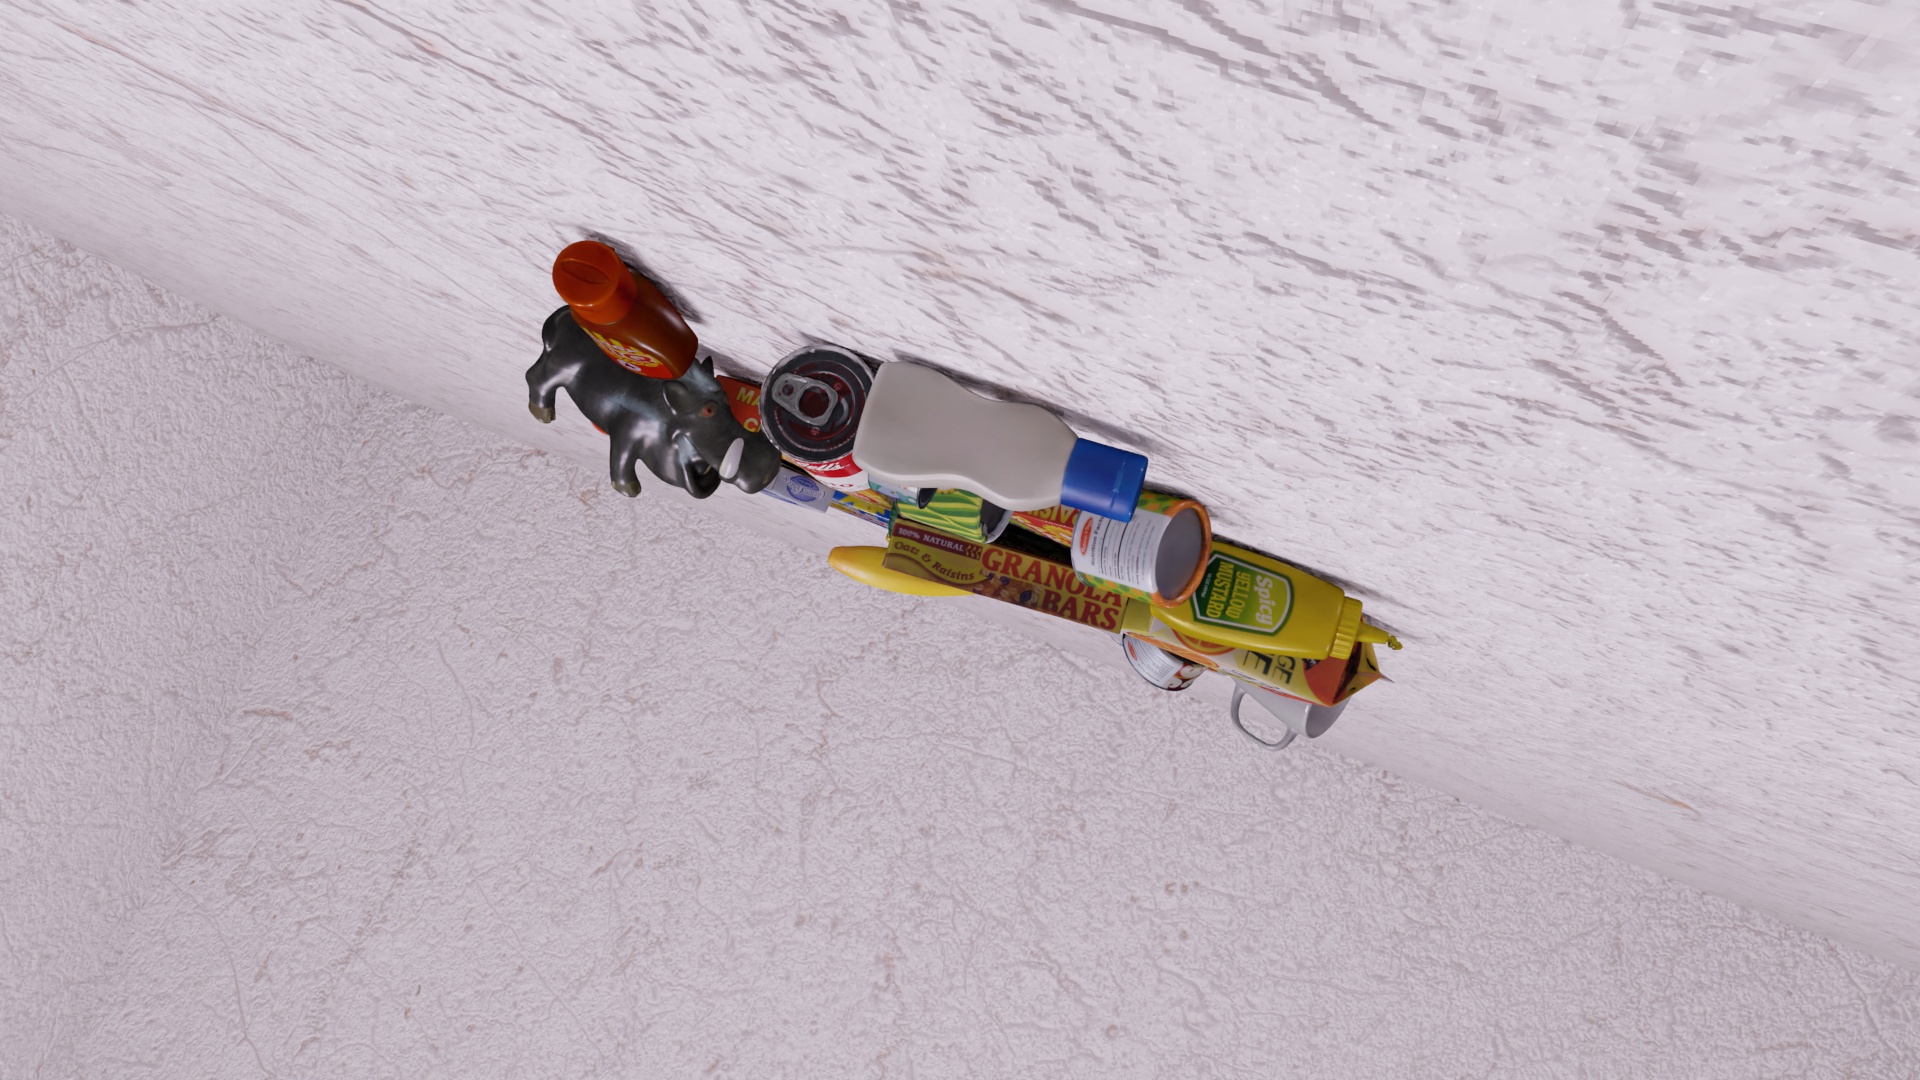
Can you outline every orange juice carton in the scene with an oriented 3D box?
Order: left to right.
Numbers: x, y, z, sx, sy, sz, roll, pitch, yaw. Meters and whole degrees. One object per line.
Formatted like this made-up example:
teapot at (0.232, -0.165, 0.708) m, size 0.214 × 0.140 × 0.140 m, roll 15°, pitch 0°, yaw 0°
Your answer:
orange juice carton at (0.213, 0.064, 0.991) m, size 0.193 × 0.073 × 0.072 m, roll 22°, pitch 174°, yaw -15°

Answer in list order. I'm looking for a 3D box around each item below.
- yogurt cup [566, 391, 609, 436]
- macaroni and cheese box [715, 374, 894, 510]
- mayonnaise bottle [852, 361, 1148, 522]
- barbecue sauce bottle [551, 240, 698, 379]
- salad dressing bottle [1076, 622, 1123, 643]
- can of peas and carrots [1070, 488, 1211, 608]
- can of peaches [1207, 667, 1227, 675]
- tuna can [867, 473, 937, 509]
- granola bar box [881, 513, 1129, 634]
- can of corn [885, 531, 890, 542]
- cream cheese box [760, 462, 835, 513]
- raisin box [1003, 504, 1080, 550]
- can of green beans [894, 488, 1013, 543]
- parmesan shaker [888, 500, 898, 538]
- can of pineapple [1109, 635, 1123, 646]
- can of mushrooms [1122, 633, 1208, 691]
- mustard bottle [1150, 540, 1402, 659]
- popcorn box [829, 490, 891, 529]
yogurt cup at (-0.279, -0.123, 1.108) m, size 0.072 × 0.072 × 0.054 m, roll 19°, pitch 166°, yaw 23°
macaroni and cheese box at (-0.112, -0.073, 1.074) m, size 0.124 × 0.040 × 0.166 m, roll 21°, pitch 175°, yaw 14°
mayonnaise bottle at (0.022, -0.046, 0.723) m, size 0.148 × 0.065 × 0.041 m, roll 17°, pitch 176°, yaw 10°
barbecue sauce bottle at (-0.194, -0.132, 0.795) m, size 0.065 × 0.044 × 0.148 m, roll 22°, pitch 174°, yaw 3°
salad dressing bottle at (0.120, 0.052, 1.135) m, size 0.148 × 0.064 × 0.043 m, roll 39°, pitch 164°, yaw 17°
can of peas and carrots at (0.110, 0.002, 0.827) m, size 0.059 × 0.071 × 0.071 m, roll 16°, pitch 172°, yaw 39°
can of peaches at (0.204, 0.072, 1.152) m, size 0.058 × 0.071 × 0.071 m, roll 15°, pitch 171°, yaw 47°
tuna can at (-0.024, -0.055, 0.790) m, size 0.033 × 0.071 × 0.071 m, roll 22°, pitch 174°, yaw 8°
granola bar box at (0.032, 0.015, 0.979) m, size 0.166 × 0.039 × 0.124 m, roll 16°, pitch -173°, yaw -1°
can of corn at (-0.025, -0.015, 1.208) m, size 0.071 × 0.058 × 0.071 m, roll 21°, pitch 174°, yaw 2°
cream cheese box at (-0.147, -0.048, 1.111) m, size 0.053 × 0.024 × 0.104 m, roll 24°, pitch 176°, yaw -33°
raisin box at (0.063, -0.021, 0.910) m, size 0.123 × 0.040 × 0.086 m, roll 16°, pitch 172°, yaw 39°
can of green beans at (0.000, -0.037, 0.853) m, size 0.058 × 0.071 × 0.071 m, roll 18°, pitch 173°, yaw 21°
parmesan shaker at (0.004, -0.014, 1.088) m, size 0.103 × 0.071 × 0.071 m, roll 21°, pitch 174°, yaw 14°
can of pineapple at (0.159, 0.061, 1.209) m, size 0.071 × 0.071 × 0.058 m, roll 21°, pitch 174°, yaw 6°
can of mushrooms at (0.159, 0.076, 1.044) m, size 0.071 × 0.071 × 0.033 m, roll 23°, pitch 134°, yaw -14°
mustard bottle at (0.205, 0.044, 0.896) m, size 0.160 × 0.065 × 0.049 m, roll 14°, pitch 175°, yaw 12°
popcorn box at (-0.108, -0.049, 1.297) m, size 0.127 × 0.038 × 0.085 m, roll 21°, pitch 173°, yaw 7°
